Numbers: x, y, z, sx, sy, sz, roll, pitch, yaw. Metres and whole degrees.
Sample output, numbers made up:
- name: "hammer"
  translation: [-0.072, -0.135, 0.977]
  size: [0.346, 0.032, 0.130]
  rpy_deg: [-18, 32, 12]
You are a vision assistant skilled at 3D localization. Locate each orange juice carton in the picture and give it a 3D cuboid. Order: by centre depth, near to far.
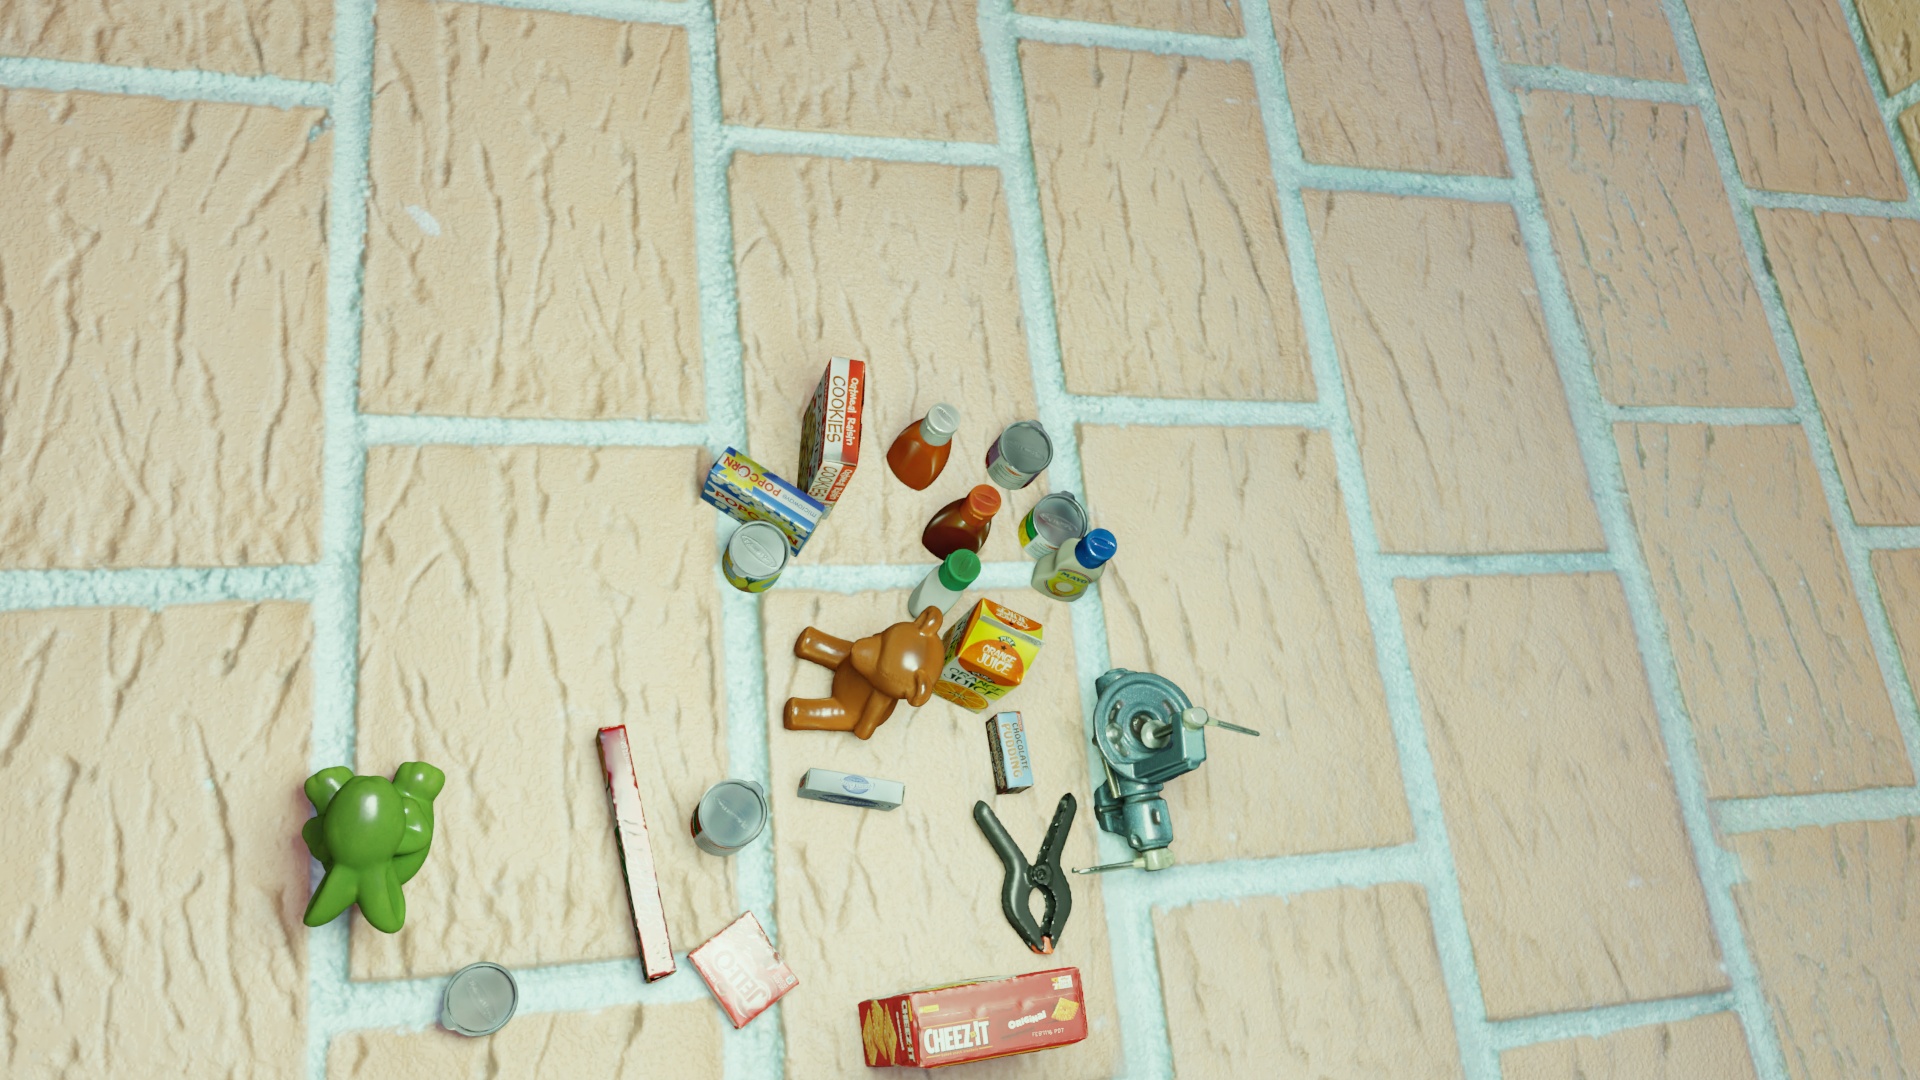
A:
- name: "orange juice carton"
  translation: [0.027, 0.118, 1.464]
  size: [0.072, 0.192, 0.073]
  rpy_deg: [26, 66, -7]

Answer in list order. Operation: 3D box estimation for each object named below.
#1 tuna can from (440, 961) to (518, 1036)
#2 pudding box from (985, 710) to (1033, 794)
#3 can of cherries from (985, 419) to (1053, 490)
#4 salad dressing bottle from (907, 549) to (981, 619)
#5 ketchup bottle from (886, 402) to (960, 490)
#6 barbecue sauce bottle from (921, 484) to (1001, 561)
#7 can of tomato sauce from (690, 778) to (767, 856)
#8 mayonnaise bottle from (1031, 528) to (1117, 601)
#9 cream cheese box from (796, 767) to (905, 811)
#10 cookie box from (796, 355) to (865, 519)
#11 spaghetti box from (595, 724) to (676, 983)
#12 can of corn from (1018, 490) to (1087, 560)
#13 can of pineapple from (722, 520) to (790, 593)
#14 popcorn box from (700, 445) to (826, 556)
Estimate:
- name: "tuna can"
  translation: [-0.447, 0.427, 1.289]
  size: [0.071, 0.032, 0.071]
  rpy_deg: [6, 69, -16]
- name: "pudding box"
  translation: [0.053, 0.231, 1.510]
  size: [0.030, 0.049, 0.084]
  rpy_deg: [-3, 72, -19]
- name: "can of cherries"
  translation: [0.070, -0.101, 1.632]
  size: [0.071, 0.058, 0.072]
  rpy_deg: [6, 69, -16]
- name: "salad dressing bottle"
  translation: [-0.017, 0.049, 1.500]
  size: [0.044, 0.147, 0.064]
  rpy_deg: [32, 65, -5]
- name: "ketchup bottle"
  translation: [-0.038, -0.107, 1.550]
  size: [0.065, 0.148, 0.044]
  rpy_deg: [46, 65, 2]
- name: "barbecue sauce bottle"
  translation: [0.005, -0.019, 1.532]
  size: [0.065, 0.148, 0.044]
  rpy_deg: [25, 66, -8]
- name: "can of tomato sauce"
  translation: [-0.231, 0.276, 1.385]
  size: [0.071, 0.082, 0.071]
  rpy_deg: [6, 69, -16]
- name: "mayonnaise bottle"
  translation: [0.131, 0.027, 1.555]
  size: [0.065, 0.147, 0.041]
  rpy_deg: [21, 66, -9]
- name: "cream cheese box"
  translation: [-0.114, 0.259, 1.444]
  size: [0.104, 0.053, 0.024]
  rpy_deg: [12, 68, -13]
- name: "cookie box"
  translation: [-0.142, -0.108, 1.507]
  size: [0.040, 0.166, 0.123]
  rpy_deg: [8, 69, -15]
- name: "spaghetti box"
  translation: [-0.320, 0.306, 1.364]
  size: [0.029, 0.050, 0.250]
  rpy_deg: [-10, 74, -21]
- name: "can of corn"
  translation: [0.107, -0.016, 1.613]
  size: [0.071, 0.058, 0.071]
  rpy_deg: [6, 69, -16]
- name: "can of pineapple"
  translation: [-0.222, 0.019, 1.495]
  size: [0.071, 0.057, 0.071]
  rpy_deg: [6, 69, -16]
- name: "popcorn box"
  translation: [-0.214, -0.041, 1.505]
  size: [0.127, 0.085, 0.038]
  rpy_deg: [32, 65, -4]
